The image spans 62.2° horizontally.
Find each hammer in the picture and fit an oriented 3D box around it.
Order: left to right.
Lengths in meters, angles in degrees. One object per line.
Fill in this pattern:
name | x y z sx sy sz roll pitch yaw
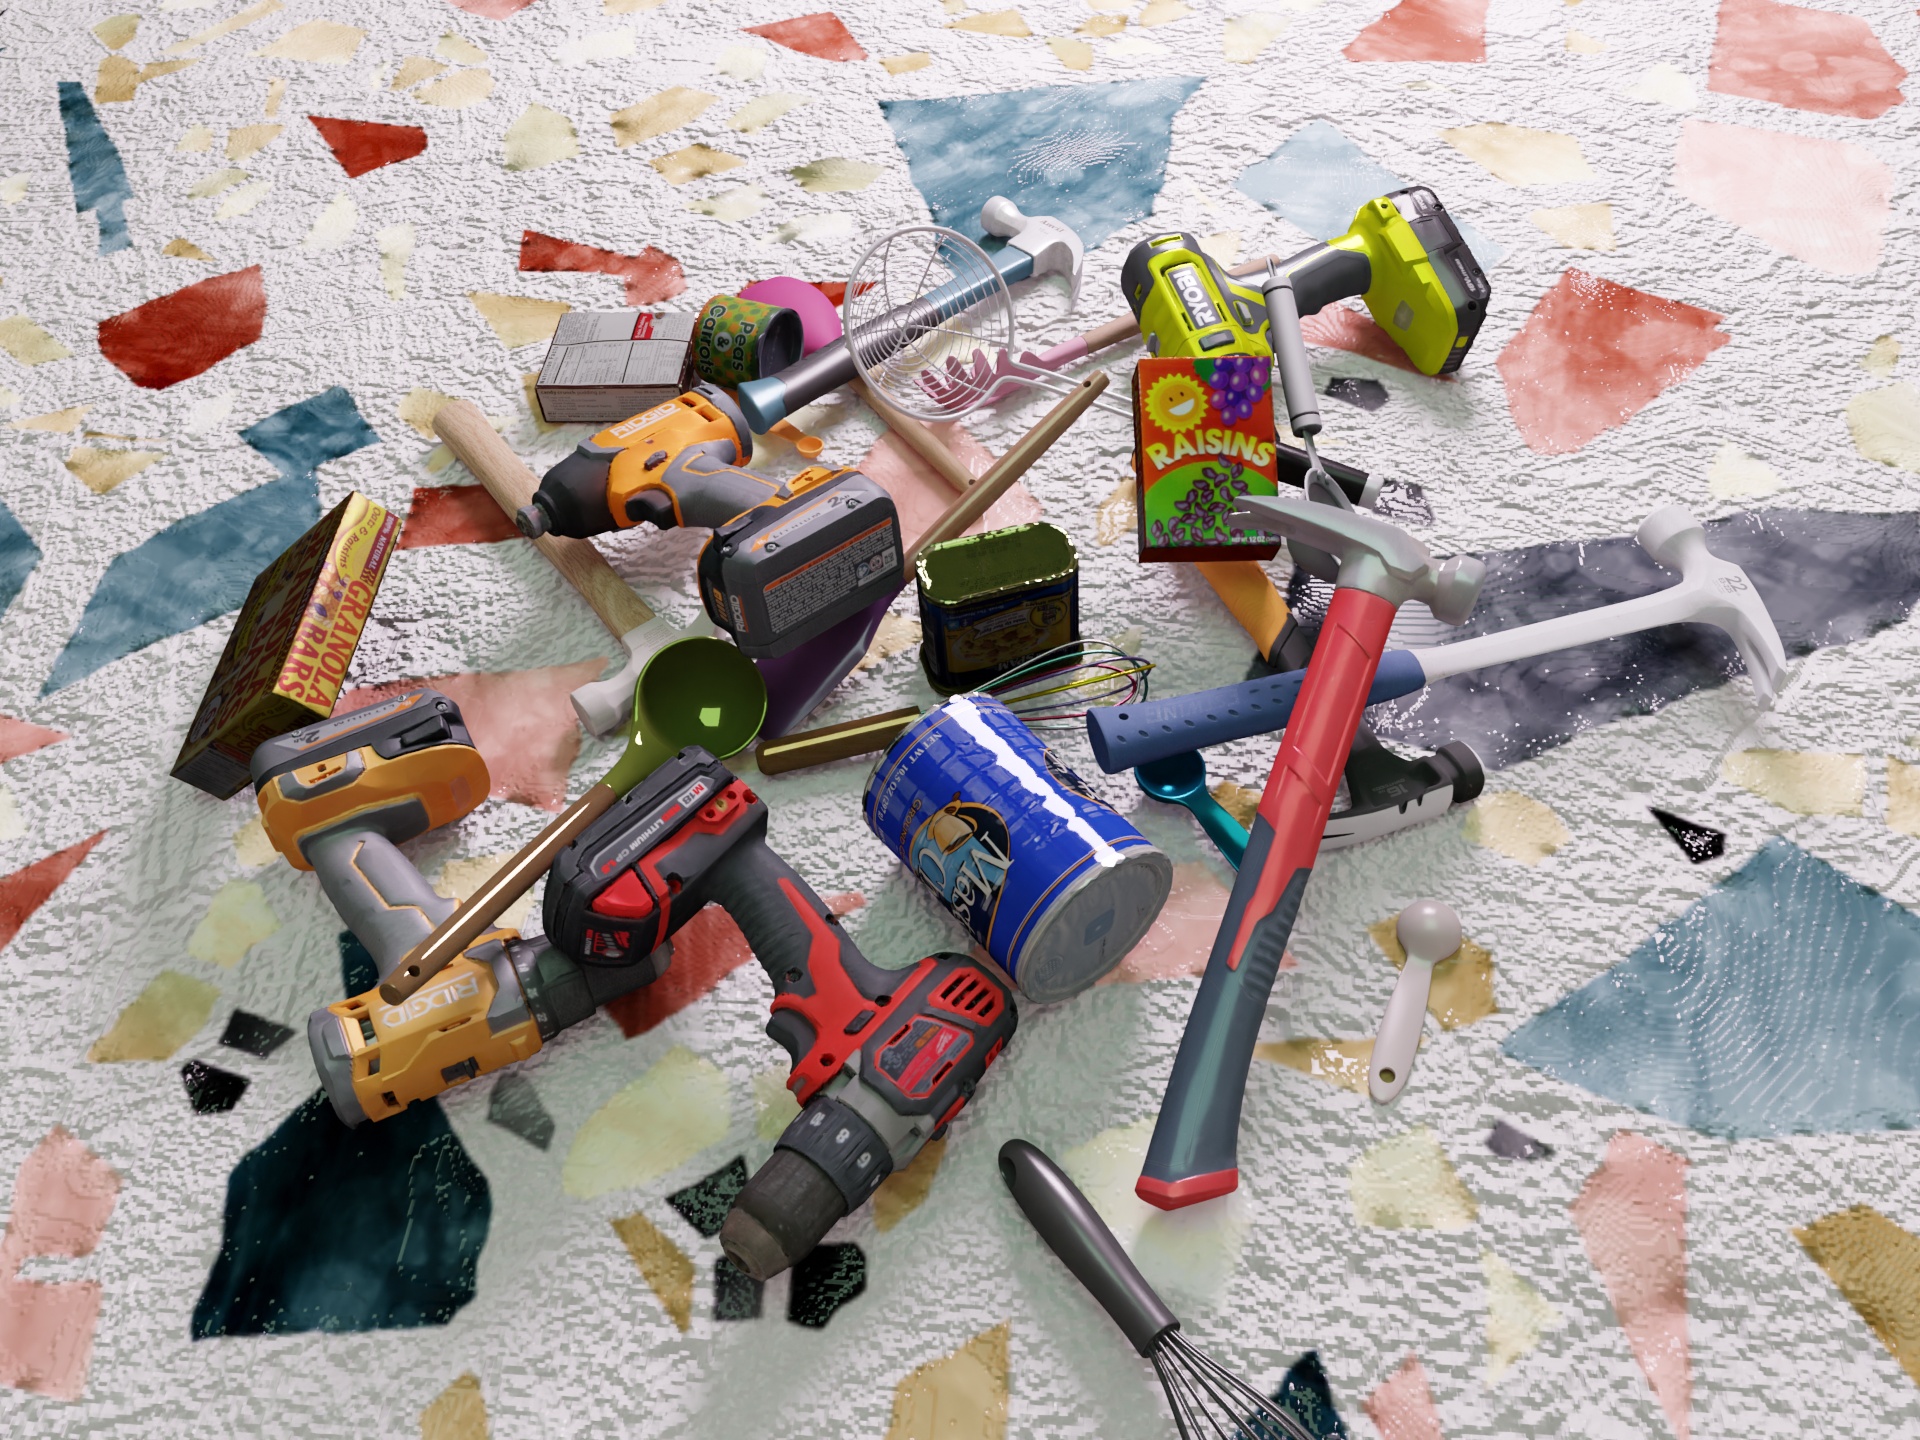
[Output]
hammer | -0.268 -0.124 1.071 0.130 0.031 0.332 -32 55 -20
hammer | -0.035 -0.297 1.177 0.128 0.033 0.331 35 56 28
hammer | 0.181 -0.063 0.988 0.127 0.034 0.337 -17 52 -11
hammer | 0.152 0.059 0.824 0.143 0.038 0.386 20 69 9
hammer | 0.273 -0.029 0.910 0.405 0.035 0.144 -13 51 -9

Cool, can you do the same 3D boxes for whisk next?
whisk | -0.001 -0.003 0.953 0.245 0.051 0.047 -13 30 -1
whisk | 0.089 0.278 0.713 0.055 0.055 0.239 -29 50 -18

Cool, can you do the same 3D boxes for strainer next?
strainer | 0.217 -0.177 0.998 0.050 0.086 0.259 -19 70 34

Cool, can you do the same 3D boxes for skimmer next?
skimmer | 0.100 -0.215 1.031 0.363 0.090 0.127 21 83 10

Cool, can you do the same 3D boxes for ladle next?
ladle | -0.198 0.046 0.847 0.078 0.062 0.320 41 34 -3

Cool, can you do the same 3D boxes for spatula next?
spatula | -0.021 -0.109 0.994 0.316 0.018 0.060 -44 59 -6

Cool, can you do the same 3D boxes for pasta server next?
pasta server | 0.109 -0.294 1.178 0.316 0.060 0.040 -27 97 -20

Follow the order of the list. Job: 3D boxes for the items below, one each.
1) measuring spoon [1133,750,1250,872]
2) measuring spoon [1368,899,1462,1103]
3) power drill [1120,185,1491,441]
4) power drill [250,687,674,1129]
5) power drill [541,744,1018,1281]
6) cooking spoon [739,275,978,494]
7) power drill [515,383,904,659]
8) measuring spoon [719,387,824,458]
measuring spoon | 0.145 0.063 0.903 0.042 0.021 0.129 -29 64 -19
measuring spoon | 0.234 0.142 0.826 0.034 0.018 0.124 17 55 17
power drill | 0.247 -0.276 1.121 0.228 0.080 0.191 -18 67 -9
power drill | -0.276 0.090 0.870 0.185 0.084 0.226 -21 57 -18
power drill | -0.105 0.141 0.785 0.227 0.080 0.188 39 56 10
cooking spoon | -0.071 -0.247 1.165 0.069 0.017 0.319 -30 54 -17
power drill | -0.161 -0.125 0.984 0.164 0.084 0.227 -33 46 -27
measuring spoon | -0.141 -0.215 1.151 0.117 0.011 0.021 33 53 31
